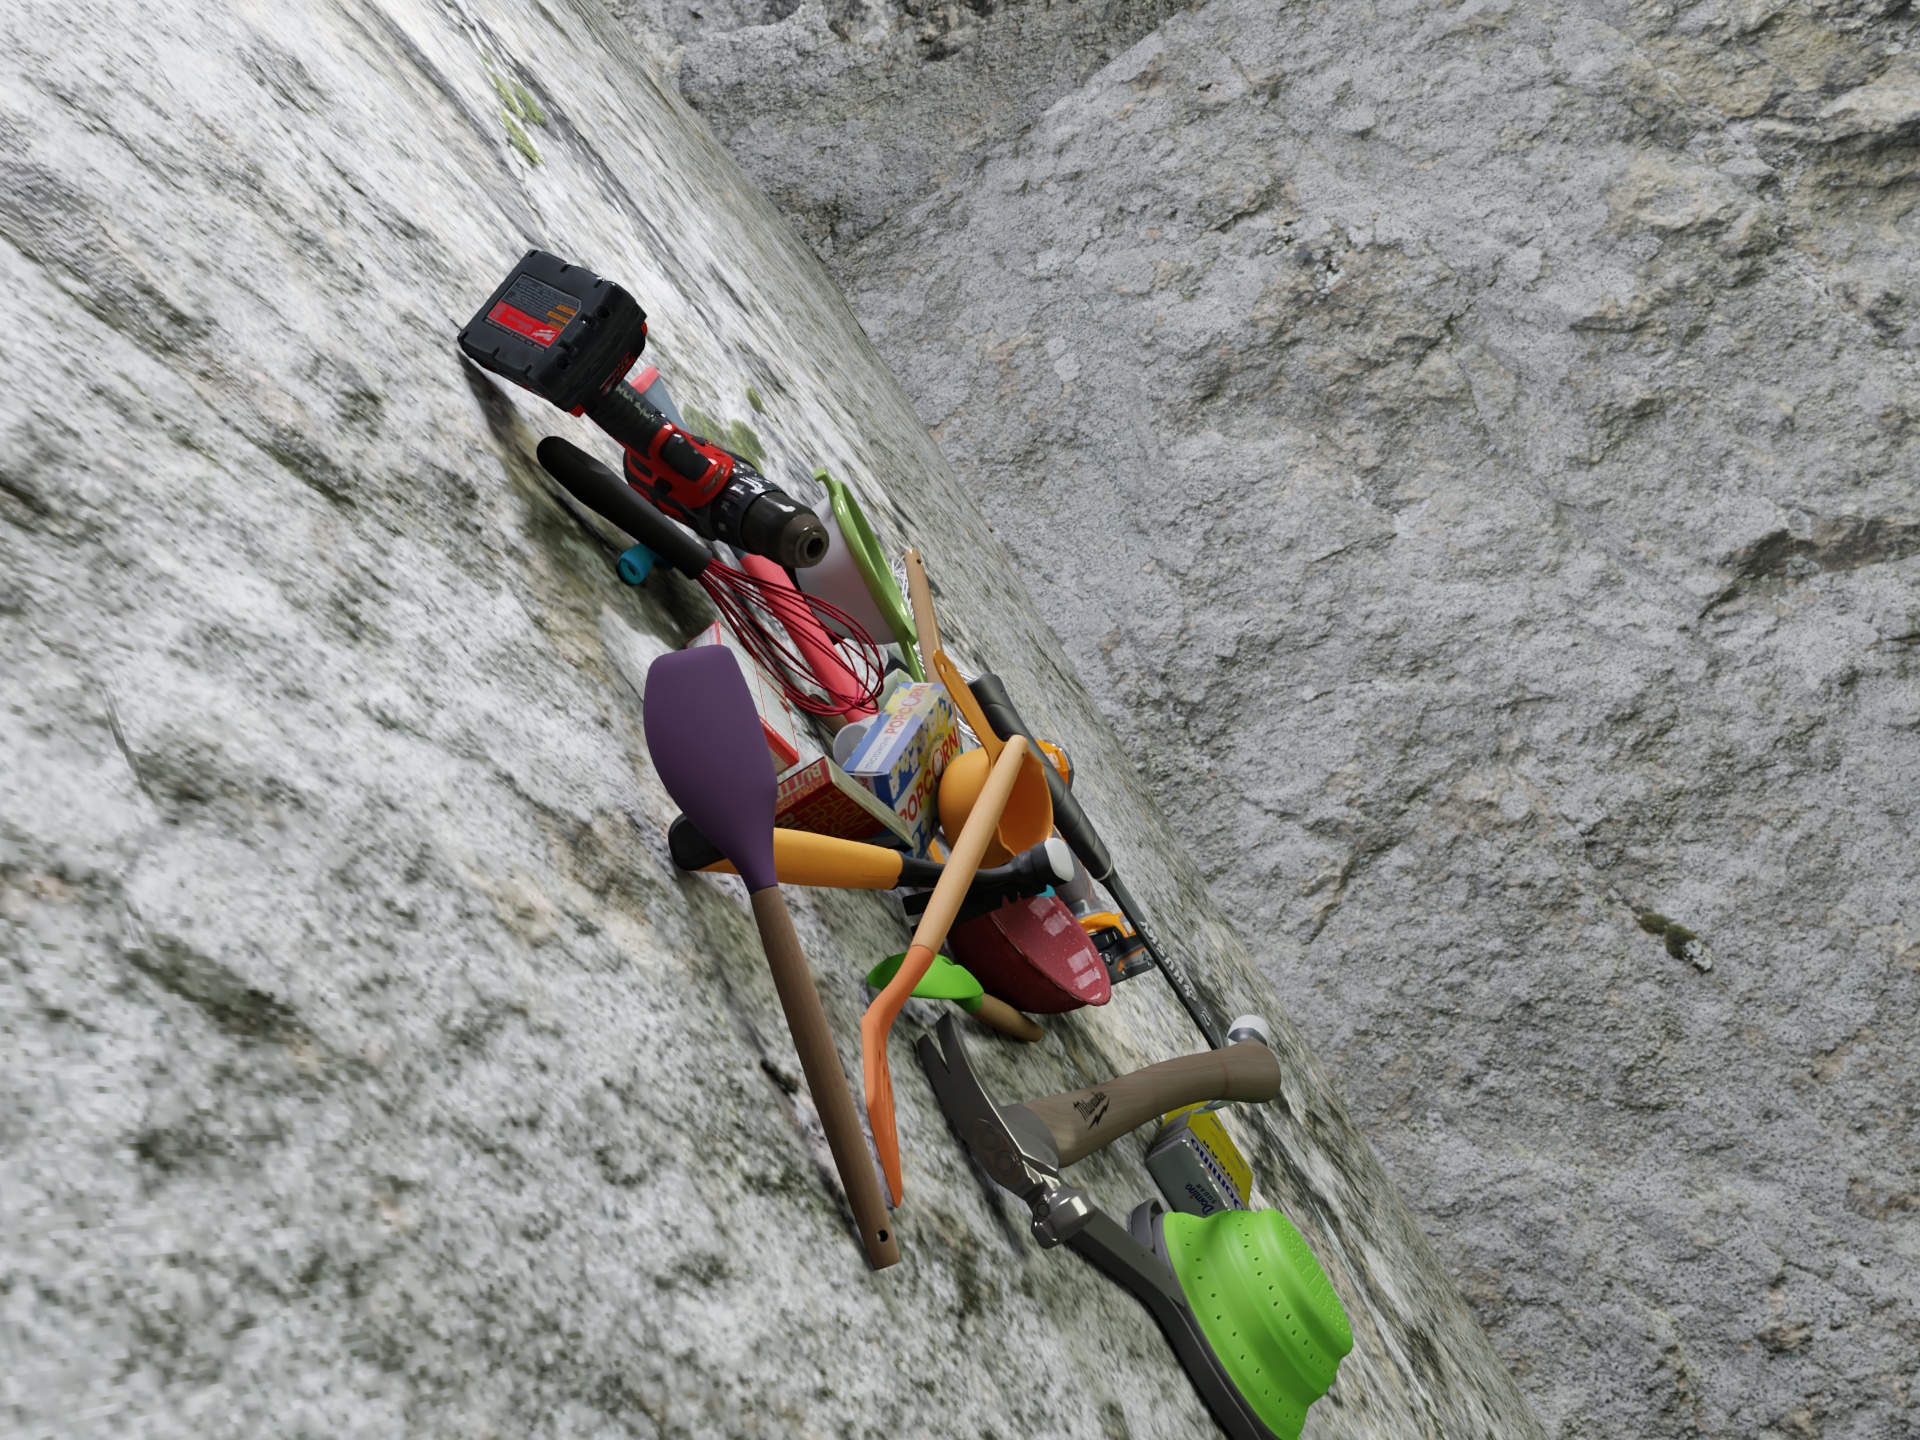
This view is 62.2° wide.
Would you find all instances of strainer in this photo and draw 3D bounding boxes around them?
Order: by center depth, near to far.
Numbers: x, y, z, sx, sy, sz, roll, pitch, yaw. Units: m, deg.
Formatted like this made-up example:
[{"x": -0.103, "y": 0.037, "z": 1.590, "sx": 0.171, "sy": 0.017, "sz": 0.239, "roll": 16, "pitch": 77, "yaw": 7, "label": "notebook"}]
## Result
[{"x": -0.077, "y": -0.071, "z": 1.300, "sx": 0.151, "sy": 0.069, "sz": 0.256, "roll": 49, "pitch": 18, "yaw": -75, "label": "strainer"}]

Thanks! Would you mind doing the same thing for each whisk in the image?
[{"x": -0.155, "y": -0.090, "z": 1.041, "sx": 0.295, "sy": 0.073, "sz": 0.073, "roll": 39, "pitch": 17, "yaw": -31, "label": "whisk"}, {"x": -0.036, "y": -0.053, "z": 1.470, "sx": 0.059, "sy": 0.057, "sz": 0.247, "roll": -20, "pitch": 49, "yaw": -41, "label": "whisk"}, {"x": -0.064, "y": -0.092, "z": 1.601, "sx": 0.070, "sy": 0.070, "sz": 0.285, "roll": 52, "pitch": 16, "yaw": -26, "label": "whisk"}]

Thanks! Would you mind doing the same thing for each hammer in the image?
[{"x": -0.059, "y": 0.089, "z": 0.939, "sx": 0.336, "sy": 0.127, "sz": 0.034, "roll": 19, "pitch": 51, "yaw": -59, "label": "hammer"}, {"x": 0.121, "y": 0.249, "z": 1.092, "sx": 0.146, "sy": 0.038, "sz": 0.410, "roll": 53, "pitch": 23, "yaw": 23, "label": "hammer"}, {"x": -0.146, "y": -0.116, "z": 1.232, "sx": 0.386, "sy": 0.038, "sz": 0.143, "roll": 56, "pitch": 14, "yaw": 14, "label": "hammer"}, {"x": 0.122, "y": 0.136, "z": 1.287, "sx": 0.409, "sy": 0.036, "sz": 0.149, "roll": 56, "pitch": 26, "yaw": -5, "label": "hammer"}]

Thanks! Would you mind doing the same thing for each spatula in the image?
[{"x": -0.089, "y": 0.107, "z": 0.766, "sx": 0.316, "sy": 0.059, "sz": 0.018, "roll": 69, "pitch": -25, "yaw": 15, "label": "spatula"}, {"x": -0.005, "y": 0.114, "z": 0.884, "sx": 0.323, "sy": 0.041, "sz": 0.081, "roll": -63, "pitch": 151, "yaw": -46, "label": "spatula"}, {"x": -0.002, "y": -0.004, "z": 1.227, "sx": 0.082, "sy": 0.044, "sz": 0.318, "roll": 14, "pitch": 53, "yaw": -42, "label": "spatula"}]

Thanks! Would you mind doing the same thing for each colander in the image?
[{"x": 0.174, "y": 0.374, "z": 1.090, "sx": 0.396, "sy": 0.094, "sz": 0.205, "roll": 48, "pitch": 12, "yaw": -40, "label": "colander"}]

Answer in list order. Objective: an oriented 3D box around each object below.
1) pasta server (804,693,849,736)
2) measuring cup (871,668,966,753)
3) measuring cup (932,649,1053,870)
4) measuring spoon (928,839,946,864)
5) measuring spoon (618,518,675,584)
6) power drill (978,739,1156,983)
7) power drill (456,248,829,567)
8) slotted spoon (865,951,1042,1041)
[{"x": -0.030, "y": 0.056, "z": 1.313, "sx": 0.315, "sy": 0.040, "sz": 0.060, "roll": 44, "pitch": 33, "yaw": -48, "label": "pasta server"}, {"x": -0.028, "y": 0.020, "z": 1.444, "sx": 0.167, "sy": 0.038, "sz": 0.083, "roll": 50, "pitch": 11, "yaw": -43, "label": "measuring cup"}, {"x": 0.004, "y": 0.028, "z": 1.097, "sx": 0.173, "sy": 0.052, "sz": 0.095, "roll": 61, "pitch": 34, "yaw": -23, "label": "measuring cup"}, {"x": -0.019, "y": 0.116, "z": 1.256, "sx": 0.021, "sy": 0.011, "sz": 0.117, "roll": 34, "pitch": 27, "yaw": -54, "label": "measuring spoon"}, {"x": -0.204, "y": -0.113, "z": 1.054, "sx": 0.042, "sy": 0.021, "sz": 0.129, "roll": 54, "pitch": 10, "yaw": -15, "label": "measuring spoon"}, {"x": 0.070, "y": 0.122, "z": 1.339, "sx": 0.164, "sy": 0.084, "sz": 0.227, "roll": 2, "pitch": 63, "yaw": -63, "label": "power drill"}, {"x": -0.193, "y": -0.185, "z": 1.025, "sx": 0.188, "sy": 0.080, "sz": 0.226, "roll": 31, "pitch": -9, "yaw": 37, "label": "power drill"}, {"x": 0.012, "y": 0.190, "z": 1.063, "sx": 0.313, "sy": 0.070, "sz": 0.031, "roll": 47, "pitch": 53, "yaw": -66, "label": "slotted spoon"}]
